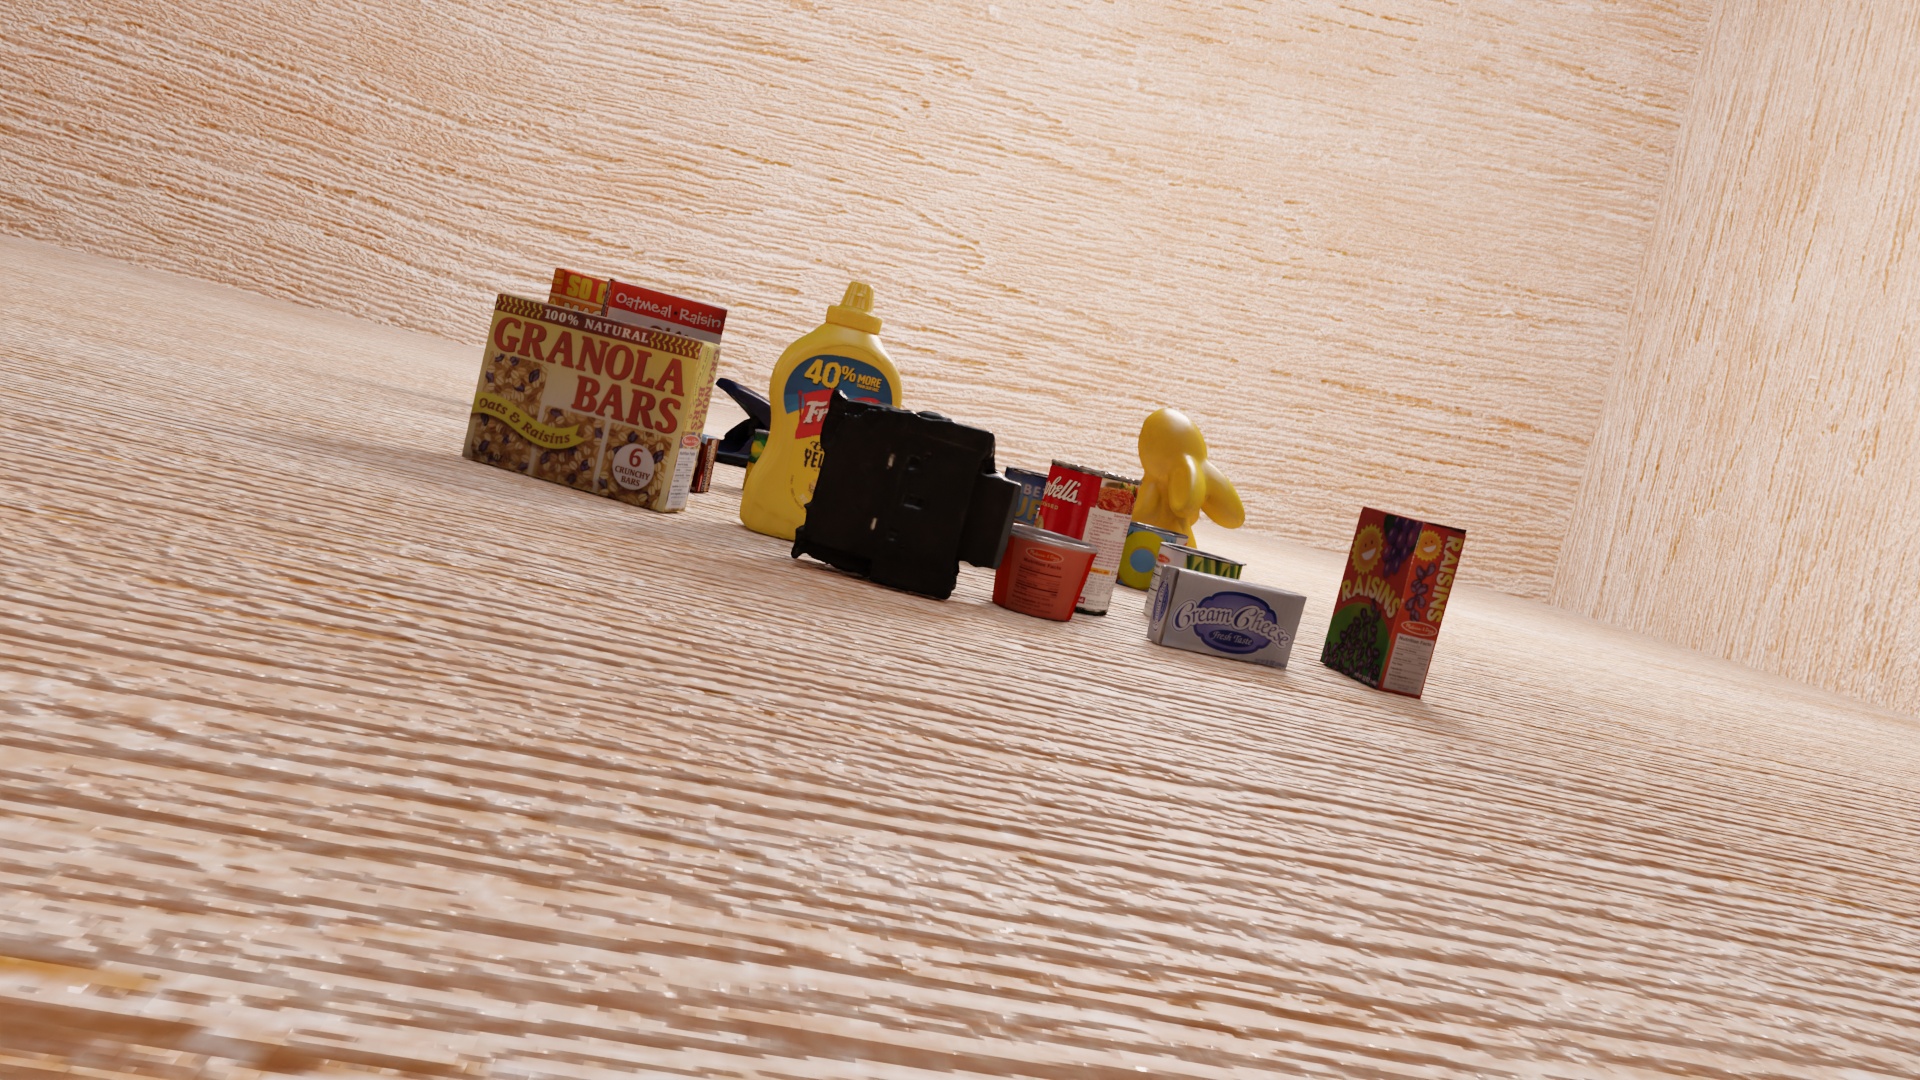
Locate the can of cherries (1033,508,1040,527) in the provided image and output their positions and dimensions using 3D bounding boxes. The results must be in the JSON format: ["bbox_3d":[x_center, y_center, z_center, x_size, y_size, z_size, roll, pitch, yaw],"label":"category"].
[{"bbox_3d":[0.090,0.010,1.128,0.071,0.058,0.071,14,5,-1],"label":"can of cherries"}]

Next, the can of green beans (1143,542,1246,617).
[{"bbox_3d":[0.181,0.037,1.078,0.071,0.057,0.071,14,5,-1],"label":"can of green beans"}]

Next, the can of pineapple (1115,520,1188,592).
[{"bbox_3d":[0.171,0.015,1.292,0.071,0.057,0.071,14,5,-1],"label":"can of pineapple"}]

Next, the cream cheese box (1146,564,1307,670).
[{"bbox_3d":[0.180,0.052,0.940,0.104,0.053,0.024,12,5,-19],"label":"cream cheese box"}]

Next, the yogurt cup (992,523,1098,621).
[{"bbox_3d":[0.054,0.022,0.930,0.072,0.054,0.072,14,5,-1],"label":"yogurt cup"}]

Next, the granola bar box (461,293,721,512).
[{"bbox_3d":[-0.264,-0.099,0.998,0.166,0.124,0.039,15,5,13],"label":"granola bar box"}]

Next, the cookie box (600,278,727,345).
[{"bbox_3d":[-0.325,-0.179,1.460,0.123,0.167,0.040,12,5,-27],"label":"cookie box"}]

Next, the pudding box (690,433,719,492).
[{"bbox_3d":[-0.250,-0.073,1.172,0.084,0.049,0.030,15,5,10],"label":"pudding box"}]

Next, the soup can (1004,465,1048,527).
[{"bbox_3d":[0.060,-0.018,1.212,0.071,0.083,0.071,14,5,-1],"label":"soup can"}]

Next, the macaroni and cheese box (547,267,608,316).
[{"bbox_3d":[-0.402,-0.205,1.539,0.124,0.166,0.040,10,6,-37],"label":"macaroni and cheese box"}]

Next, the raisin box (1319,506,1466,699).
[{"bbox_3d":[0.311,0.043,1.003,0.040,0.123,0.086,13,5,-15],"label":"raisin box"}]

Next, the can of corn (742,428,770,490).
[{"bbox_3d":[-0.167,-0.069,1.294,0.071,0.058,0.071,14,5,-1],"label":"can of corn"}]
